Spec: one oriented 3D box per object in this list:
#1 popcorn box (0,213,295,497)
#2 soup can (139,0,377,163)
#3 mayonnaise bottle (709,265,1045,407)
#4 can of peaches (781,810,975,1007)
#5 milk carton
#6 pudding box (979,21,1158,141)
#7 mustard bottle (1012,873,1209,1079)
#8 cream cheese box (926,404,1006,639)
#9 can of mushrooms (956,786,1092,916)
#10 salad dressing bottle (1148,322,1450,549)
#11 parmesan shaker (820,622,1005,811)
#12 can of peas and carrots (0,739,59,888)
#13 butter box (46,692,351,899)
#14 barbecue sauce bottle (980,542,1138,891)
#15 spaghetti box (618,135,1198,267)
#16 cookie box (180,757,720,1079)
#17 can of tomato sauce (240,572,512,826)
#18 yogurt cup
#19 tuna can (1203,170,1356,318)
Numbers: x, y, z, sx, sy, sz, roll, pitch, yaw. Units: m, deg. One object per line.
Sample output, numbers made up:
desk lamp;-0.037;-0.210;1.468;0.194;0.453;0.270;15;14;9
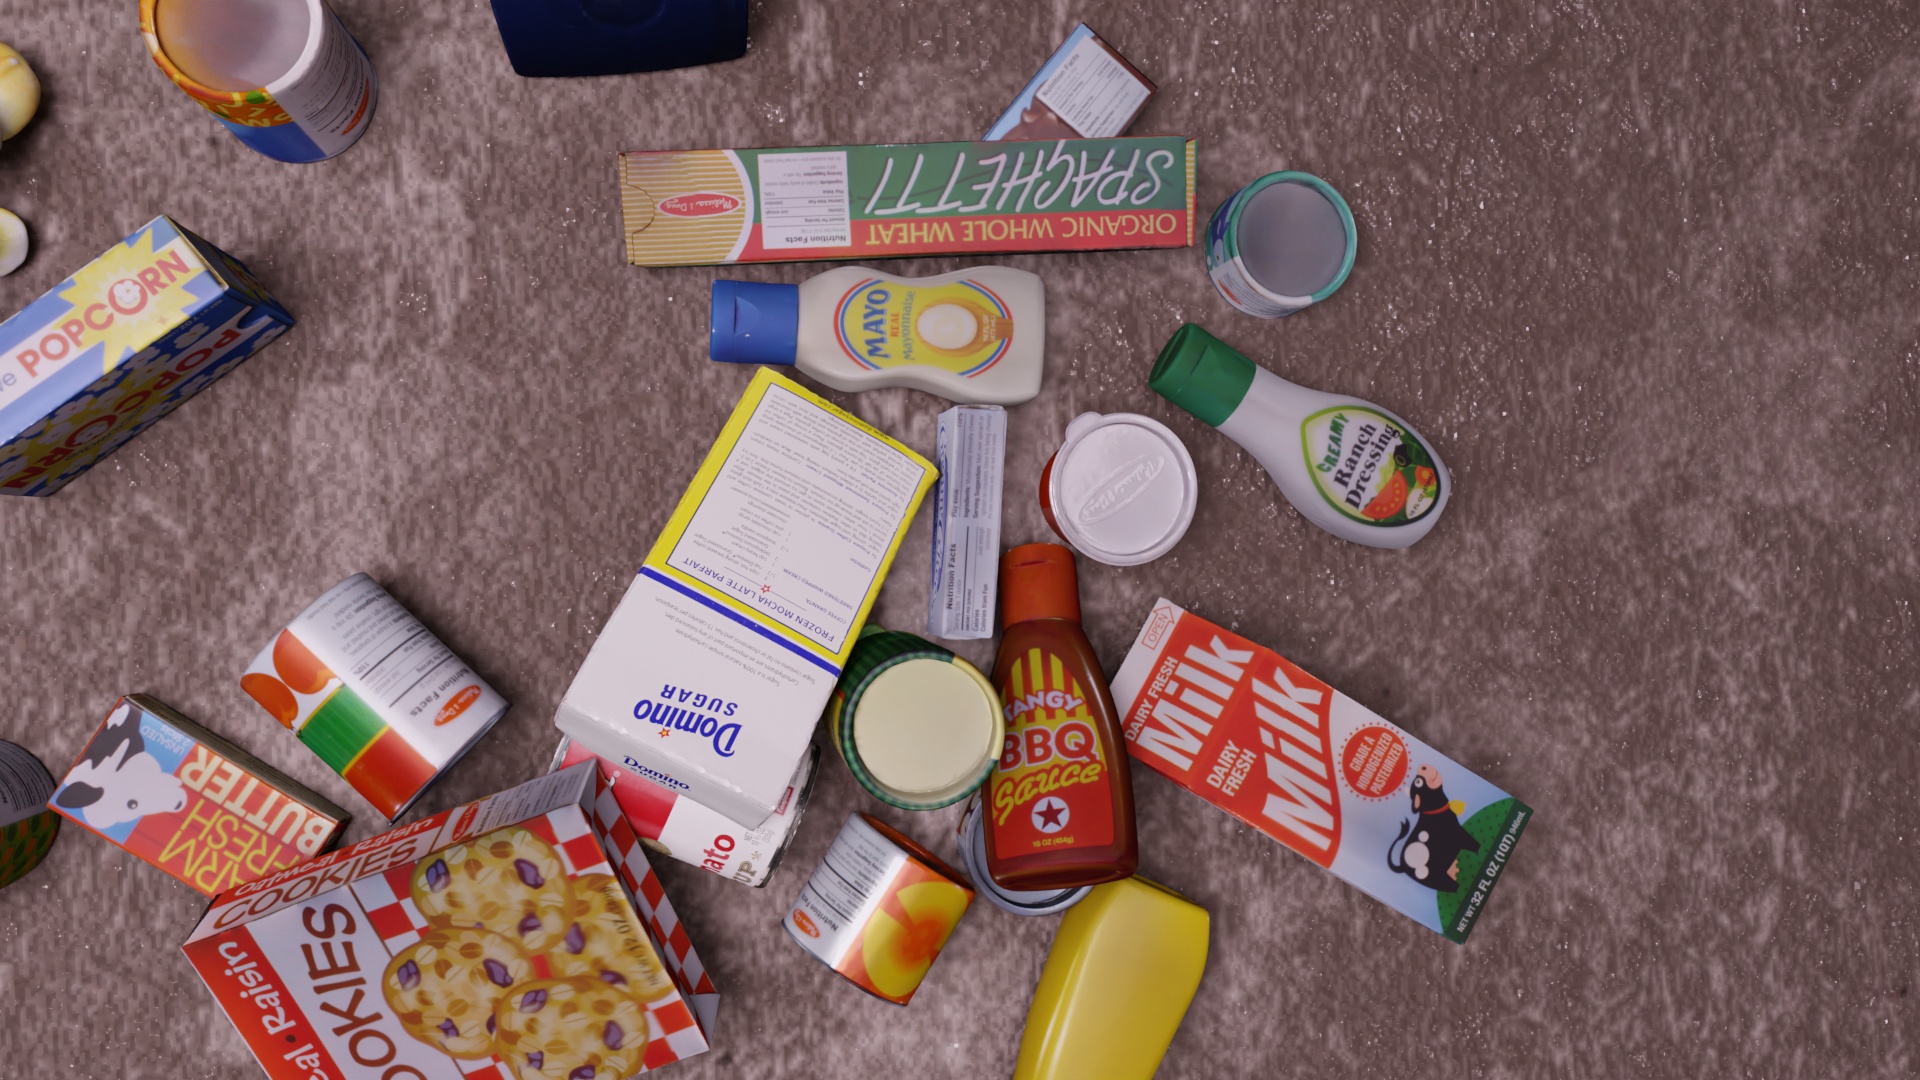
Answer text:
popcorn box;-0.339;-0.069;0.548;0.127;0.085;0.038;-38;95;-8
soup can;-0.284;-0.197;0.562;0.071;0.083;0.071;0;89;-10
mayonnaise bottle;-0.037;-0.094;0.626;0.148;0.041;0.064;2;89;-11
can of peaches;-0.034;0.161;0.610;0.071;0.071;0.058;34;83;-8
milk carton;0.155;0.103;0.640;0.190;0.073;0.072;30;85;-8
pudding box;0.046;-0.193;0.649;0.049;0.030;0.084;39;83;-8
mustard bottle;0.057;0.231;0.632;0.065;0.049;0.160;26;85;-9
cream cheese box;0.002;-0.008;0.625;0.024;0.053;0.104;3;88;-10
can of mushrooms;0.034;0.134;0.638;0.071;0.033;0.071;0;89;-10
salad dressing bottle;0.160;-0.050;0.659;0.147;0.044;0.064;30;83;-8
parmesan shaker;-0.025;0.072;0.593;0.071;0.103;0.071;0;89;-10
can of peas and carrots;-0.405;0.115;0.546;0.071;0.058;0.071;0;89;-10
butter box;-0.315;0.113;0.580;0.103;0.024;0.053;34;83;-8
barbecue sauce bottle;0.039;0.075;0.609;0.065;0.043;0.149;-10;62;13
spaghetti box;-0.021;-0.149;0.614;0.250;0.029;0.050;-2;101;-2
cookie box;-0.200;0.173;0.559;0.167;0.040;0.122;-20;109;4
can of tomato sauce;-0.241;0.065;0.574;0.083;0.071;0.071;44;82;-6
yogurt cup;0.068;-0.023;0.637;0.072;0.054;0.072;0;89;-10
tuna can;0.155;-0.144;0.666;0.071;0.033;0.071;0;89;-10
